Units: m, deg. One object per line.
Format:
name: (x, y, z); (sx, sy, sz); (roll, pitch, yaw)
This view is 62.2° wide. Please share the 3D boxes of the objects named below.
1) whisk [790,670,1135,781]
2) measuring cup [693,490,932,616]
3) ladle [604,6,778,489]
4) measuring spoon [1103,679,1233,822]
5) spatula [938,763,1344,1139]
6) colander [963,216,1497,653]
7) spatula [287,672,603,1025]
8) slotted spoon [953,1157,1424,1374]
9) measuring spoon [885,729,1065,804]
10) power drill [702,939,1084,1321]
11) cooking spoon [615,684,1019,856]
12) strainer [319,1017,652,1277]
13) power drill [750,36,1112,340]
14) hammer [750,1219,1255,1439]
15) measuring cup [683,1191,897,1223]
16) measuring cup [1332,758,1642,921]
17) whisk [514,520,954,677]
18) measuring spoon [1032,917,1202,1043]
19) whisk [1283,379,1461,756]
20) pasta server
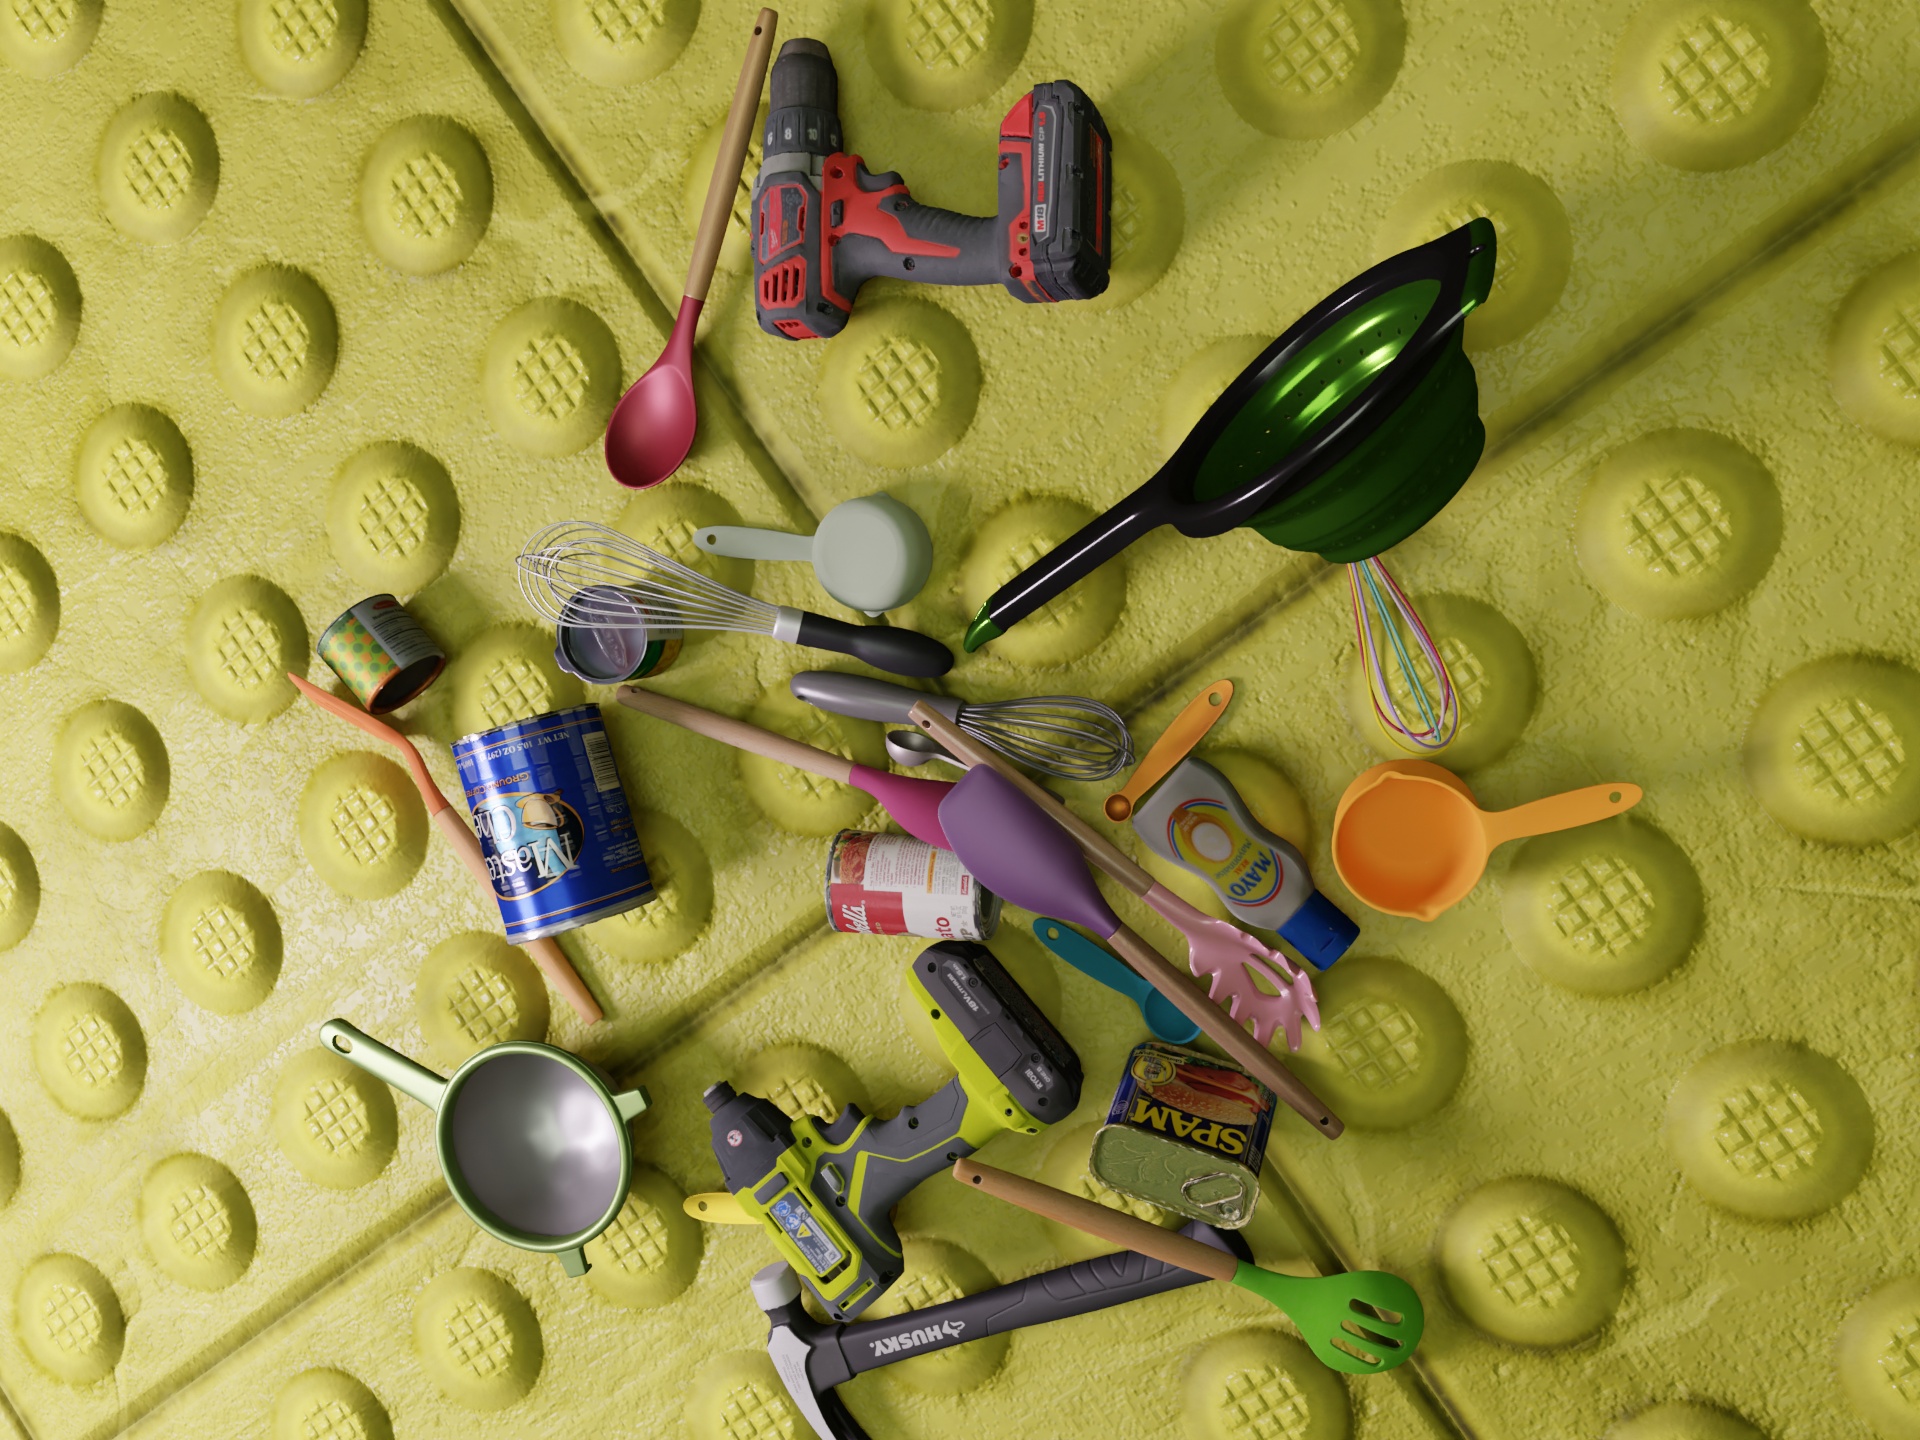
whisk: (-0.002, -0.003, 1.022); (0.239, 0.055, 0.055); (11, 98, 18)
measuring cup: (-0.103, -0.113, 1.042); (0.167, 0.038, 0.083); (6, 97, 13)
ladle: (-0.168, -0.302, 1.037); (0.069, 0.031, 0.315); (25, 106, 22)
measuring spoon: (0.133, 0.019, 1.005); (0.021, 0.011, 0.117); (44, 101, 20)
spatula: (0.112, 0.148, 0.973); (0.316, 0.018, 0.060); (41, 92, 1)
colander: (0.160, -0.117, 0.913); (0.094, 0.205, 0.397); (43, 130, -16)
spatula: (-0.361, 0.089, 1.129); (0.041, 0.081, 0.322); (-36, 89, -16)
slotted spoon: (0.142, 0.330, 0.974); (0.313, 0.031, 0.070); (22, 97, -3)
measuring spoon: (0.008, 0.036, 1.032); (0.124, 0.034, 0.018); (21, 111, 8)
power drill: (-0.048, 0.250, 1.023); (0.223, 0.080, 0.171); (-42, 81, 7)
cooking spoon: (-0.093, 0.027, 1.049); (0.319, 0.069, 0.017); (18, 129, 19)
strainer: (-0.332, 0.267, 1.124); (0.256, 0.069, 0.151); (24, 103, 13)
power drill: (-0.025, -0.338, 0.984); (0.227, 0.080, 0.188); (0, 88, 20)
hammer: (0.032, 0.393, 1.050); (0.335, 0.035, 0.146); (-21, 92, 15)
measuring cup: (-0.116, 0.331, 1.094); (0.156, 0.029, 0.062); (-5, 93, 20)
measuring cup: (0.305, 0.056, 0.932); (0.173, 0.052, 0.095); (-15, 102, 16)
whisk: (-0.142, -0.070, 1.017); (0.284, 0.070, 0.070); (13, 99, -8)
measuring spoon: (0.103, 0.162, 1.025); (0.129, 0.021, 0.042); (31, 108, 20)
whisk: (0.237, -0.093, 0.949); (0.047, 0.051, 0.245); (-23, 85, 22)
pasta server: (0.093, 0.091, 0.986); (0.316, 0.040, 0.060); (38, 119, 0)
